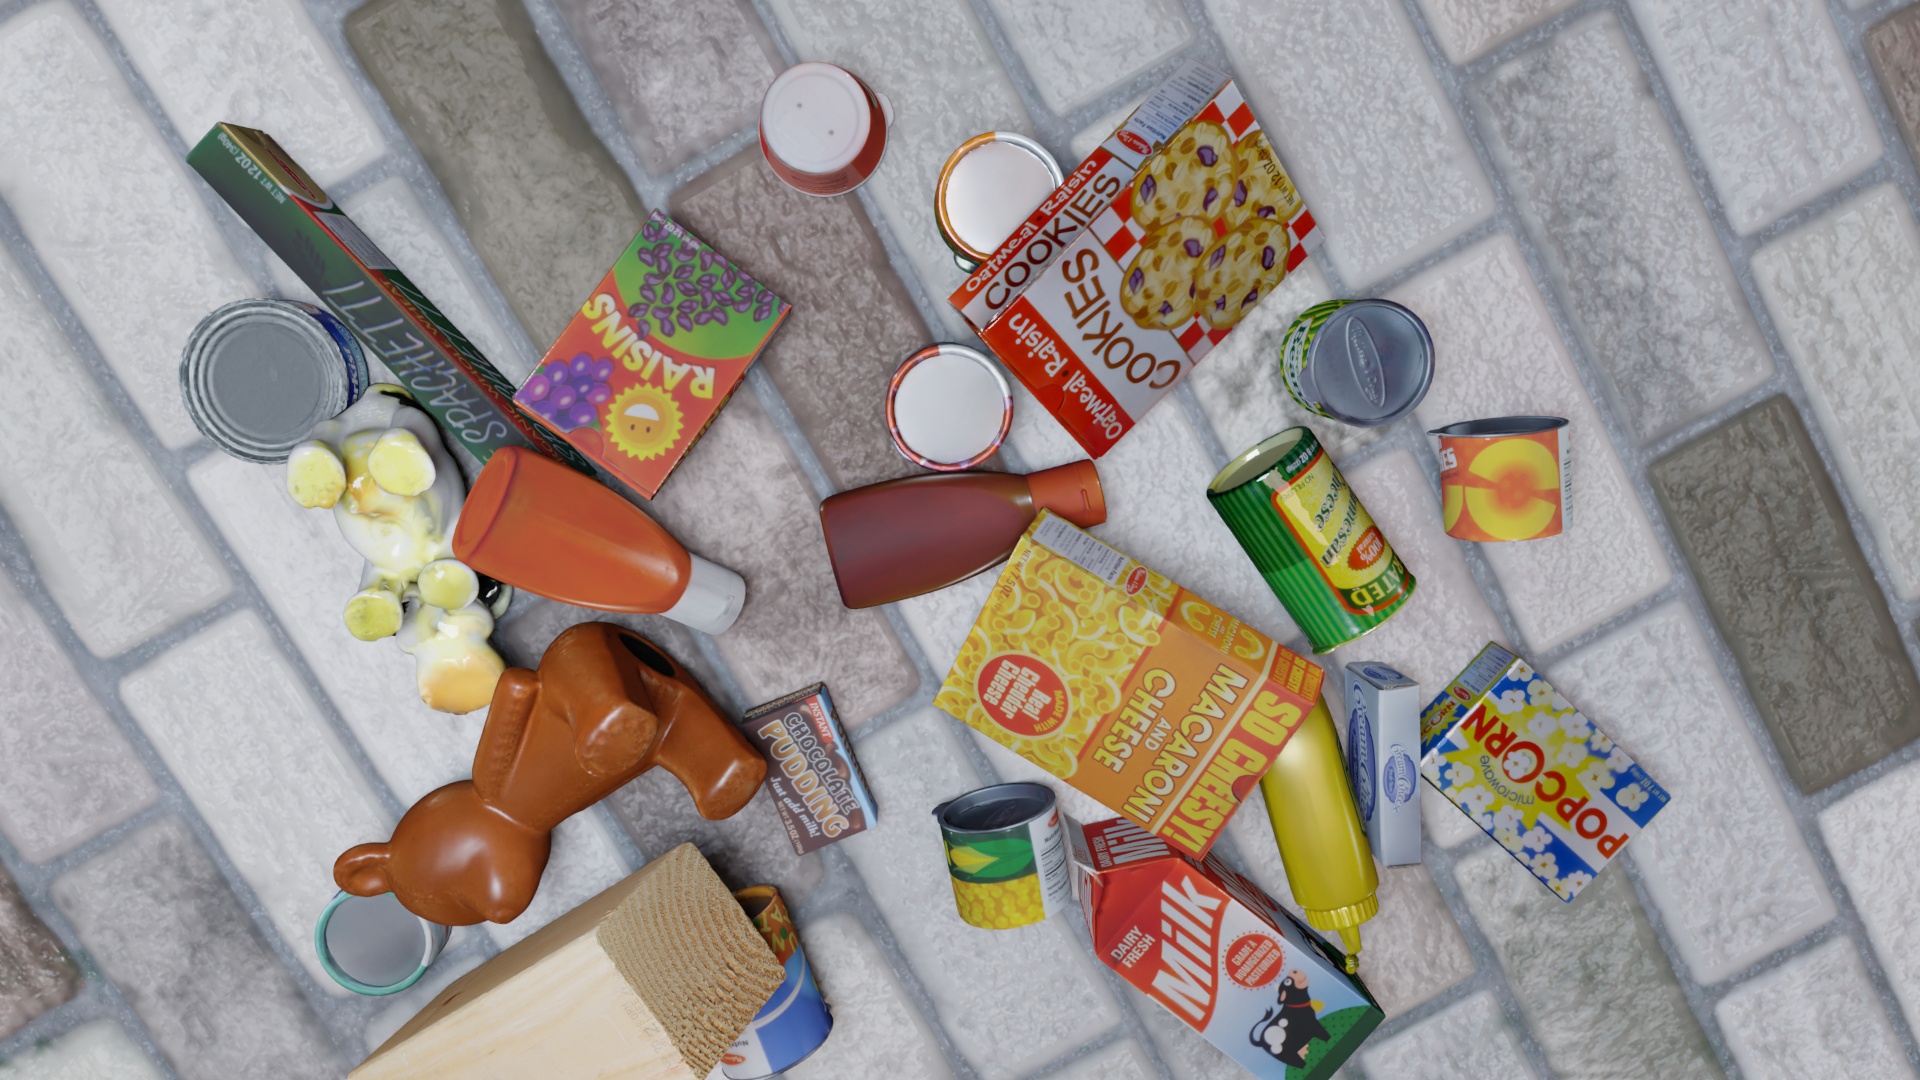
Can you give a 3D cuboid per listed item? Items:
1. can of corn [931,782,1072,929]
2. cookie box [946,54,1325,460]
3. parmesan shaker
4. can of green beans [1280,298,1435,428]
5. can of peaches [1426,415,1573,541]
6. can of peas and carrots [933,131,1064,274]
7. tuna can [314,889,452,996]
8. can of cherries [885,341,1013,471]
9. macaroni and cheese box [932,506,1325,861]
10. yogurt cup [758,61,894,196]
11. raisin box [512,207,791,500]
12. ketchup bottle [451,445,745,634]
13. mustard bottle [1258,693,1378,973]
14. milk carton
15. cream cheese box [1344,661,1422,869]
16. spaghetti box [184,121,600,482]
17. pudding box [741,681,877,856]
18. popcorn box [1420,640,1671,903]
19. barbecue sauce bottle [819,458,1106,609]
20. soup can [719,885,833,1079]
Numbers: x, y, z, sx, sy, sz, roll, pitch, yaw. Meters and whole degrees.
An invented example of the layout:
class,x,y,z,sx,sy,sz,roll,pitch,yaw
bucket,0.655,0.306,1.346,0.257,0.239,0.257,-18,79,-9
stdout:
class,x,y,z,sx,sy,sz,roll,pitch,yaw
can of corn,0.023,0.173,0.766,0.071,0.071,0.058,-11,100,0
cookie box,0.091,-0.136,0.699,0.167,0.040,0.122,-45,136,5
parmesan shaker,0.185,0.000,0.742,0.071,0.071,0.103,-36,99,4
can of green beans,0.208,-0.095,0.734,0.071,0.058,0.071,0,99,-2
can of peaches,0.289,-0.033,0.743,0.071,0.071,0.058,-8,100,-1
can of peas and carrots,0.018,-0.172,0.714,0.071,0.059,0.070,0,99,-2
tuna can,-0.325,0.218,0.776,0.071,0.033,0.071,0,99,-2
can of cherries,-0.008,-0.068,0.730,0.071,0.058,0.071,0,99,-2
macaroni and cheese box,0.084,0.077,0.724,0.166,0.040,0.123,30,123,6
yogurt cup,-0.072,-0.211,0.707,0.072,0.054,0.072,0,99,-1
raisin box,-0.157,-0.094,0.715,0.086,0.040,0.123,36,83,-9
ketchup bottle,-0.178,0.008,0.709,0.148,0.043,0.065,28,82,-39
mustard bottle,0.197,0.159,0.763,0.049,0.065,0.160,-16,92,10
milk carton,0.133,0.220,0.773,0.190,0.072,0.073,39,96,-7
cream cheese box,0.234,0.123,0.771,0.024,0.053,0.103,-5,100,-5
spaghetti box,-0.288,-0.110,0.717,0.028,0.050,0.250,-42,98,6
pudding box,-0.083,0.127,0.772,0.050,0.030,0.083,-21,99,1
popcorn box,0.322,0.131,0.783,0.126,0.038,0.085,41,96,-7
barbecue sauce bottle,0.003,-0.009,0.747,0.149,0.044,0.064,-14,101,0
soup can,-0.114,0.243,0.773,0.071,0.071,0.083,-20,99,1
